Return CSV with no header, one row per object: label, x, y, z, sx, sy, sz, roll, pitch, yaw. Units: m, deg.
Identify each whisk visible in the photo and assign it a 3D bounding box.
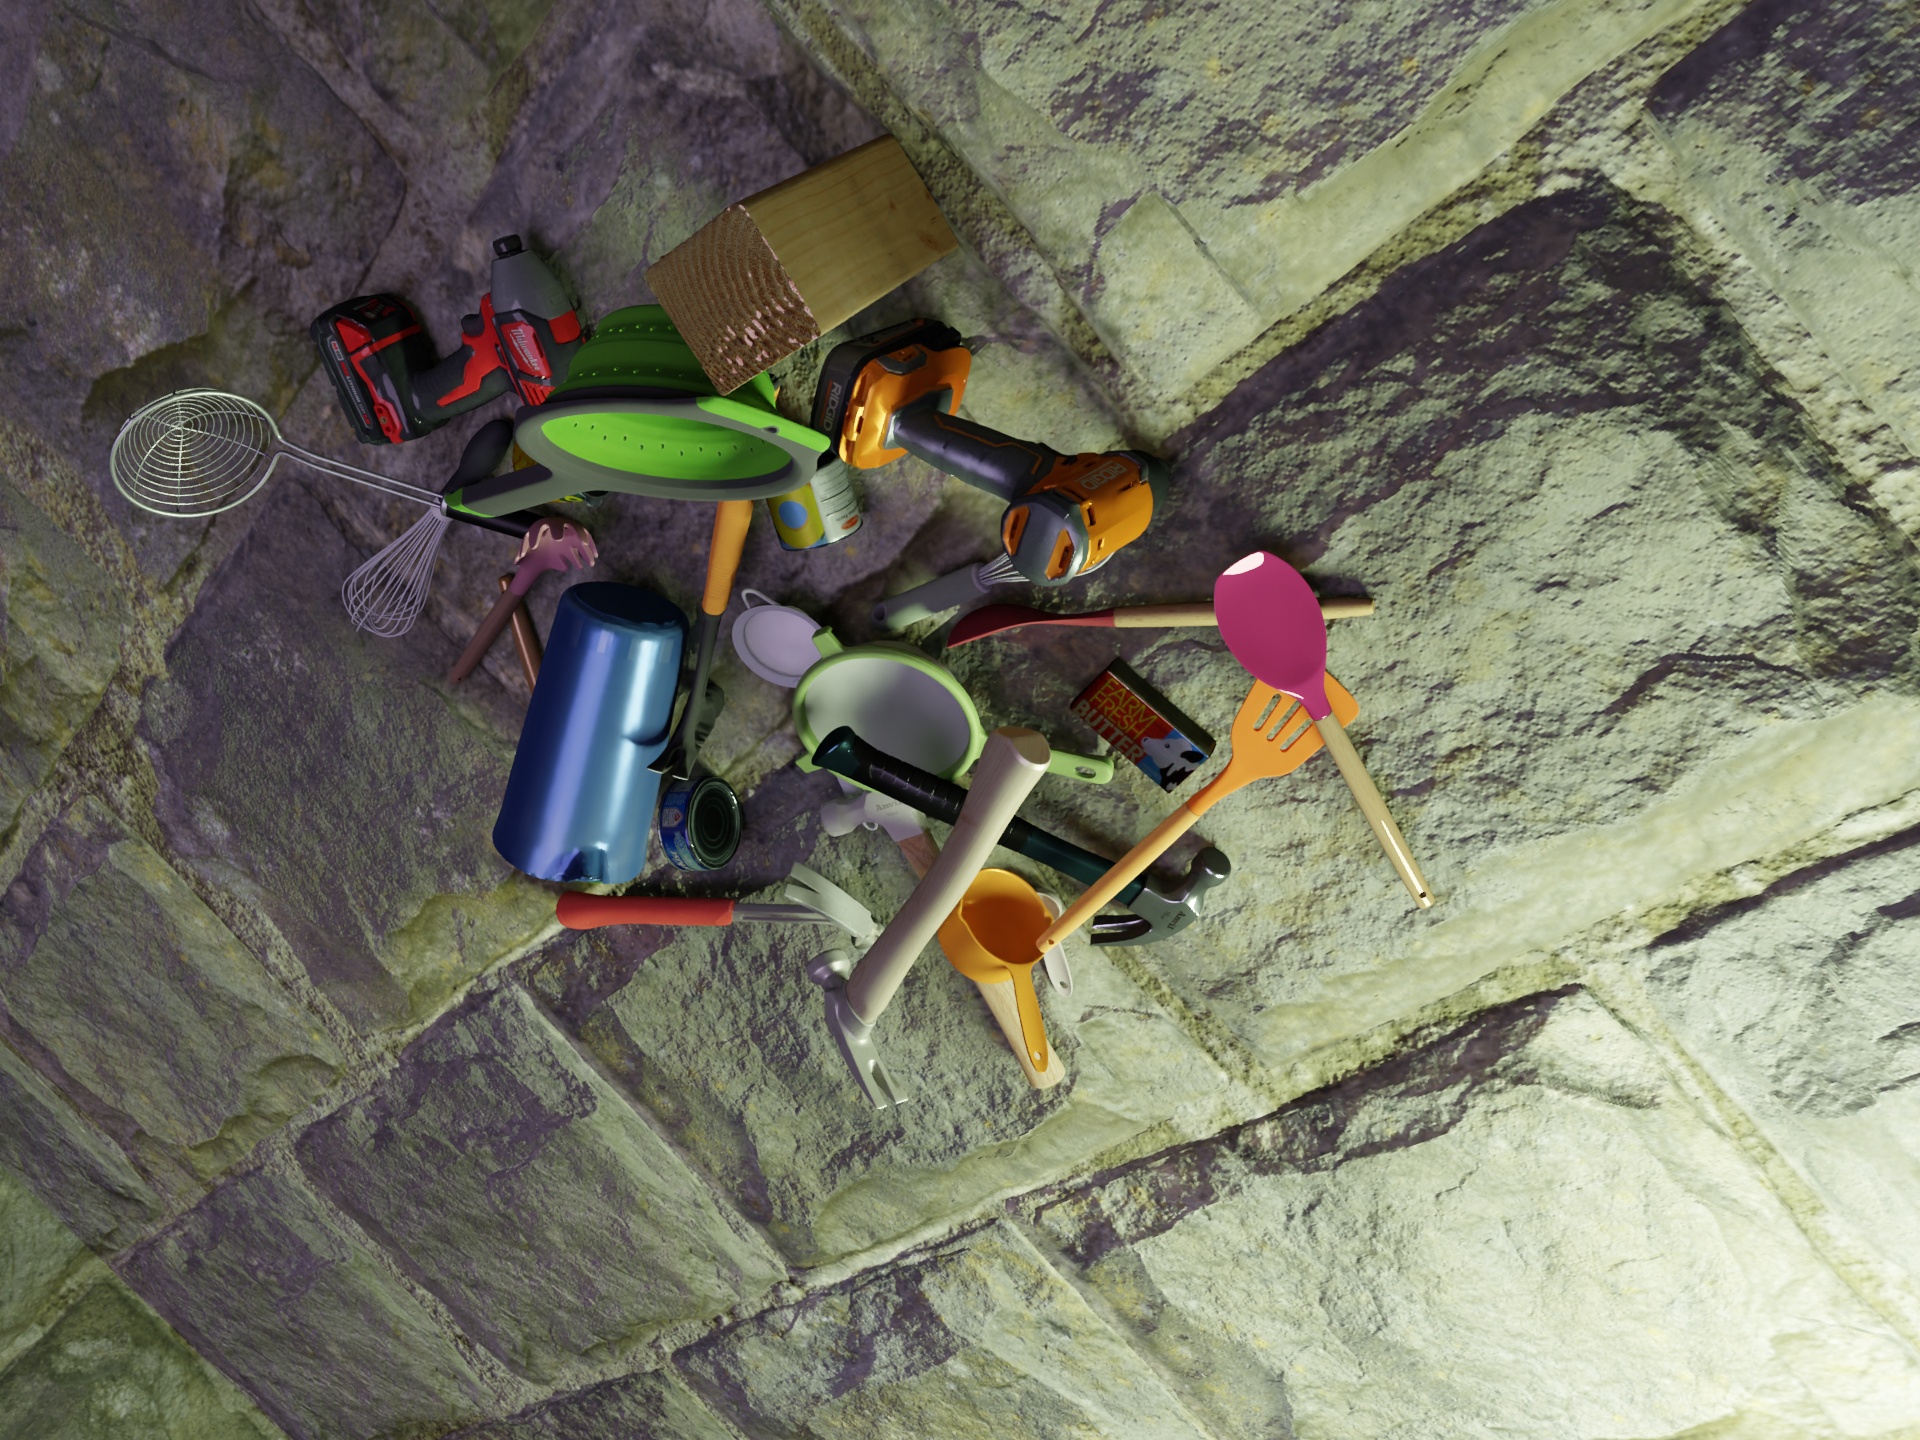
whisk,0.023,-0.110,1.188,0.246,0.059,0.058,-18,71,38
whisk,-0.466,-0.167,1.393,0.070,0.070,0.284,45,124,-5

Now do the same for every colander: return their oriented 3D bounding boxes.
colander,-0.257,-0.219,1.149,0.397,0.204,0.094,-5,78,43

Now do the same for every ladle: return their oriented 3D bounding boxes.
ladle,0.137,-0.075,1.149,0.315,0.069,0.031,-1,99,22

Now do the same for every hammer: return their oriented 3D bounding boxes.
hammer,0.011,0.187,1.377,0.130,0.031,0.331,-19,113,23
hammer,0.039,0.087,1.259,0.331,0.033,0.128,25,129,-8
hammer,-0.191,-0.115,1.256,0.034,0.127,0.336,16,121,-1
hammer,-0.246,0.174,1.477,0.359,0.037,0.149,-3,150,33
hammer,-0.021,0.152,1.242,0.146,0.038,0.410,60,142,27

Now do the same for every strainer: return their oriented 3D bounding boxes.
strainer,-0.119,-0.011,1.323,0.087,0.050,0.258,-7,122,25
strainer,-0.002,-0.004,1.260,0.256,0.069,0.151,13,132,1

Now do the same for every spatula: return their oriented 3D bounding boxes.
spatula,0.161,0.076,1.199,0.081,0.041,0.322,37,121,-11

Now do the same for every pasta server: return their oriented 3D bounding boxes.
pasta server,-0.392,-0.096,1.380,0.316,0.060,0.040,-37,56,49

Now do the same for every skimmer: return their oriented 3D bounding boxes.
skimmer,-0.489,-0.178,1.297,0.363,0.090,0.127,16,132,-9

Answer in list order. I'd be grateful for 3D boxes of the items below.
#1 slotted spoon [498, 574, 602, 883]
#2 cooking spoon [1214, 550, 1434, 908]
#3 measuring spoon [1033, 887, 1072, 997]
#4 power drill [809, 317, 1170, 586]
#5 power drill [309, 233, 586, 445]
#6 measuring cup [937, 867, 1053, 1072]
slotted spoon,-0.375,0.011,1.476,0.070,0.031,0.313,1,118,25
cooking spoon,0.268,0.015,1.133,0.069,0.017,0.318,-33,112,2
measuring spoon,0.081,0.189,1.366,0.034,0.018,0.124,3,127,25
power drill,0.030,-0.186,1.079,0.227,0.164,0.084,35,130,20
power drill,-0.398,-0.298,1.263,0.220,0.078,0.143,-3,118,26
measuring cup,0.033,0.206,1.273,0.052,0.095,0.174,-43,50,44
